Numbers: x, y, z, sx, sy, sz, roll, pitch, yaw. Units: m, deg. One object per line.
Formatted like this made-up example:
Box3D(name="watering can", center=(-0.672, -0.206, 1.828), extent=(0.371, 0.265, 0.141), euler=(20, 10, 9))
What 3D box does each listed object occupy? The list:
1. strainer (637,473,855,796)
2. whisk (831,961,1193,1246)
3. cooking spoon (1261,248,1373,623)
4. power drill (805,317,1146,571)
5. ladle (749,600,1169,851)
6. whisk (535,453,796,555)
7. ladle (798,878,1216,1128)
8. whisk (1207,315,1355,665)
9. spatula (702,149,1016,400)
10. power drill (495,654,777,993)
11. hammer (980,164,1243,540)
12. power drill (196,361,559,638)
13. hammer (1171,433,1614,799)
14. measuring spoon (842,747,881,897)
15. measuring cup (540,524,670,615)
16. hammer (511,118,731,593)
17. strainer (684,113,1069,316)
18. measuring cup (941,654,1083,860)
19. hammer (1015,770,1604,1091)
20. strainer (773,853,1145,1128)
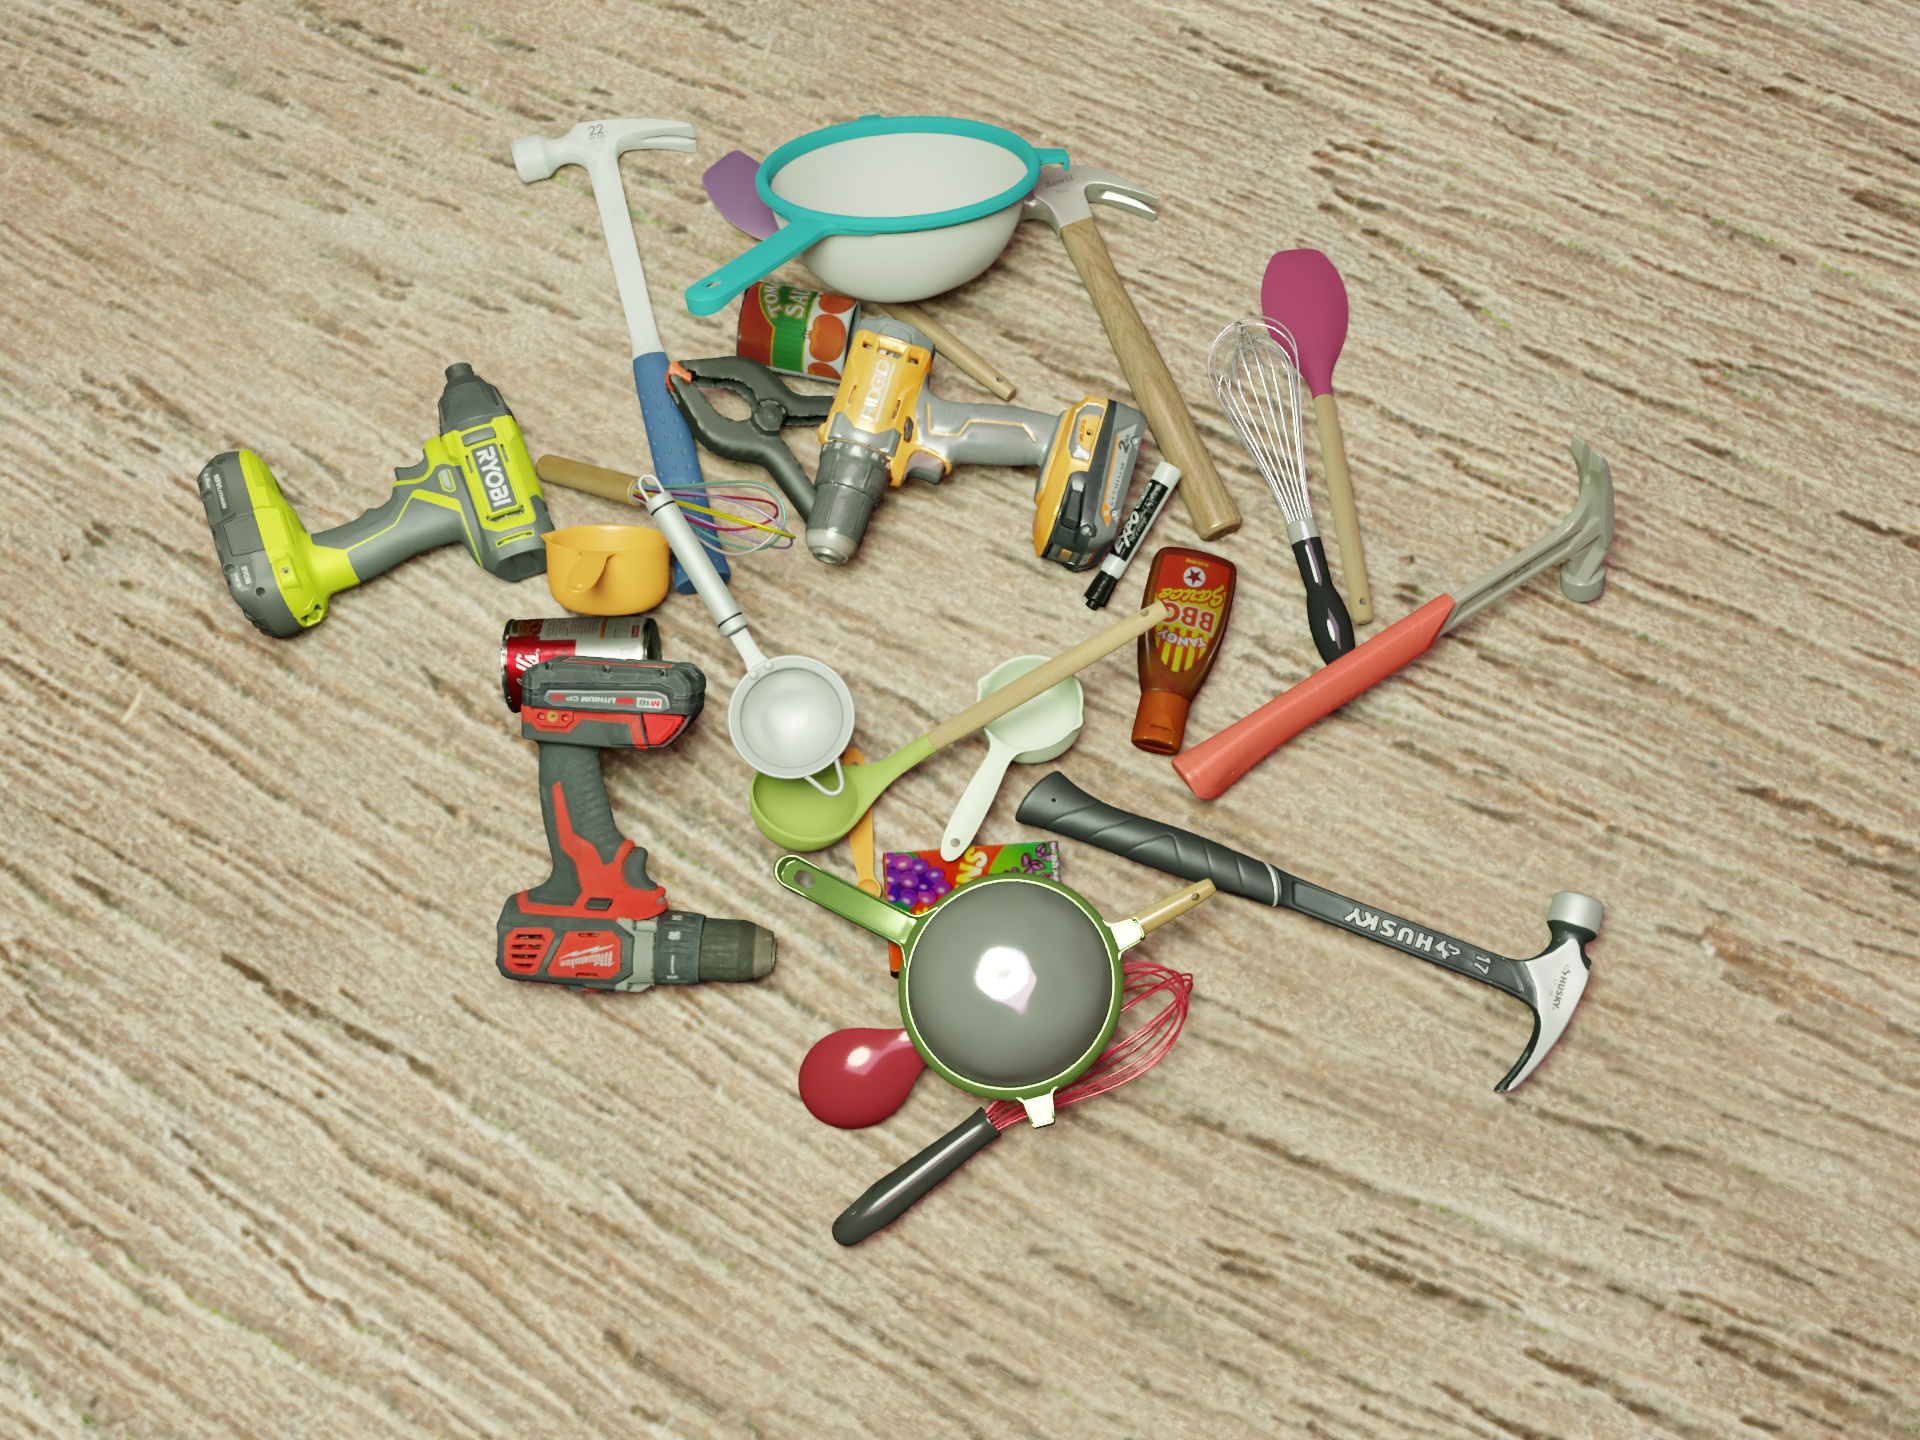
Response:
Box3D(name="strainer", center=(-0.151, -0.059, 1.093), extent=(0.087, 0.050, 0.258), euler=(-31, 89, -8))
Box3D(name="whisk", center=(0.036, 0.256, 1.063), extent=(0.296, 0.073, 0.073), euler=(-36, 78, -5))
Box3D(name="cooking spoon", center=(0.284, -0.225, 1.223), extent=(0.068, 0.017, 0.319), euler=(-6, 74, -2))
Box3D(name="power drill", center=(0.005, -0.178, 1.163), extent=(0.226, 0.084, 0.185), euler=(17, 75, -3))
Box3D(name="ladle", center=(-0.002, -0.004, 1.099), extent=(0.320, 0.062, 0.078), euler=(-30, 55, 7))
Box3D(name="whisk", center=(-0.218, -0.162, 1.143), extent=(0.245, 0.051, 0.047), euler=(18, 31, 30))
Box3D(name="ladle", center=(0.032, 0.186, 1.069), extent=(0.315, 0.031, 0.069), euler=(-29, 93, 0))
Box3D(name="whisk", center=(0.249, -0.171, 1.190), extent=(0.070, 0.070, 0.285), euler=(-14, 79, -5))
Box3D(name="spatula", center=(-0.081, -0.349, 1.254), extent=(0.316, 0.018, 0.060), euler=(39, 70, 11))
Box3D(name="power drill", center=(-0.214, 0.074, 1.076), extent=(0.188, 0.080, 0.226), euler=(4, 96, -3))
Box3D(name="hammer", center=(0.137, -0.290, 1.233), extent=(0.130, 0.031, 0.331), euler=(-22, 76, -6))
Box3D(name="power drill", center=(-0.426, -0.163, 1.169), extent=(0.223, 0.080, 0.171), euler=(-20, 76, -10))
Box3D(name="hammer", center=(0.307, -0.057, 1.128), extent=(0.359, 0.149, 0.037), euler=(-32, 49, -3))
Box3D(name="measuring spoon", center=(-0.071, 0.075, 1.138), extent=(0.021, 0.011, 0.117), euler=(-12, 71, 12))
Box3D(name="measuring cup", center=(-0.252, -0.093, 1.107), extent=(0.095, 0.174, 0.052), euler=(2, 111, -3))
Box3D(name="hammer", center=(-0.237, -0.291, 1.226), extent=(0.144, 0.035, 0.406), euler=(-15, 75, -5))
Box3D(name="strainer", center=(-0.079, -0.339, 1.162), extent=(0.211, 0.095, 0.340), euler=(21, 47, 26))
Box3D(name="measuring cup", center=(0.031, 0.032, 1.128), extent=(0.083, 0.038, 0.168), euler=(23, 71, 18))
Box3D(name="hammer", center=(0.234, 0.127, 1.114), extent=(0.409, 0.036, 0.149), euler=(20, 76, 5))
Box3D(name="strainer", center=(-0.017, 0.143, 1.039), extent=(0.256, 0.069, 0.151), euler=(25, 76, 15))
